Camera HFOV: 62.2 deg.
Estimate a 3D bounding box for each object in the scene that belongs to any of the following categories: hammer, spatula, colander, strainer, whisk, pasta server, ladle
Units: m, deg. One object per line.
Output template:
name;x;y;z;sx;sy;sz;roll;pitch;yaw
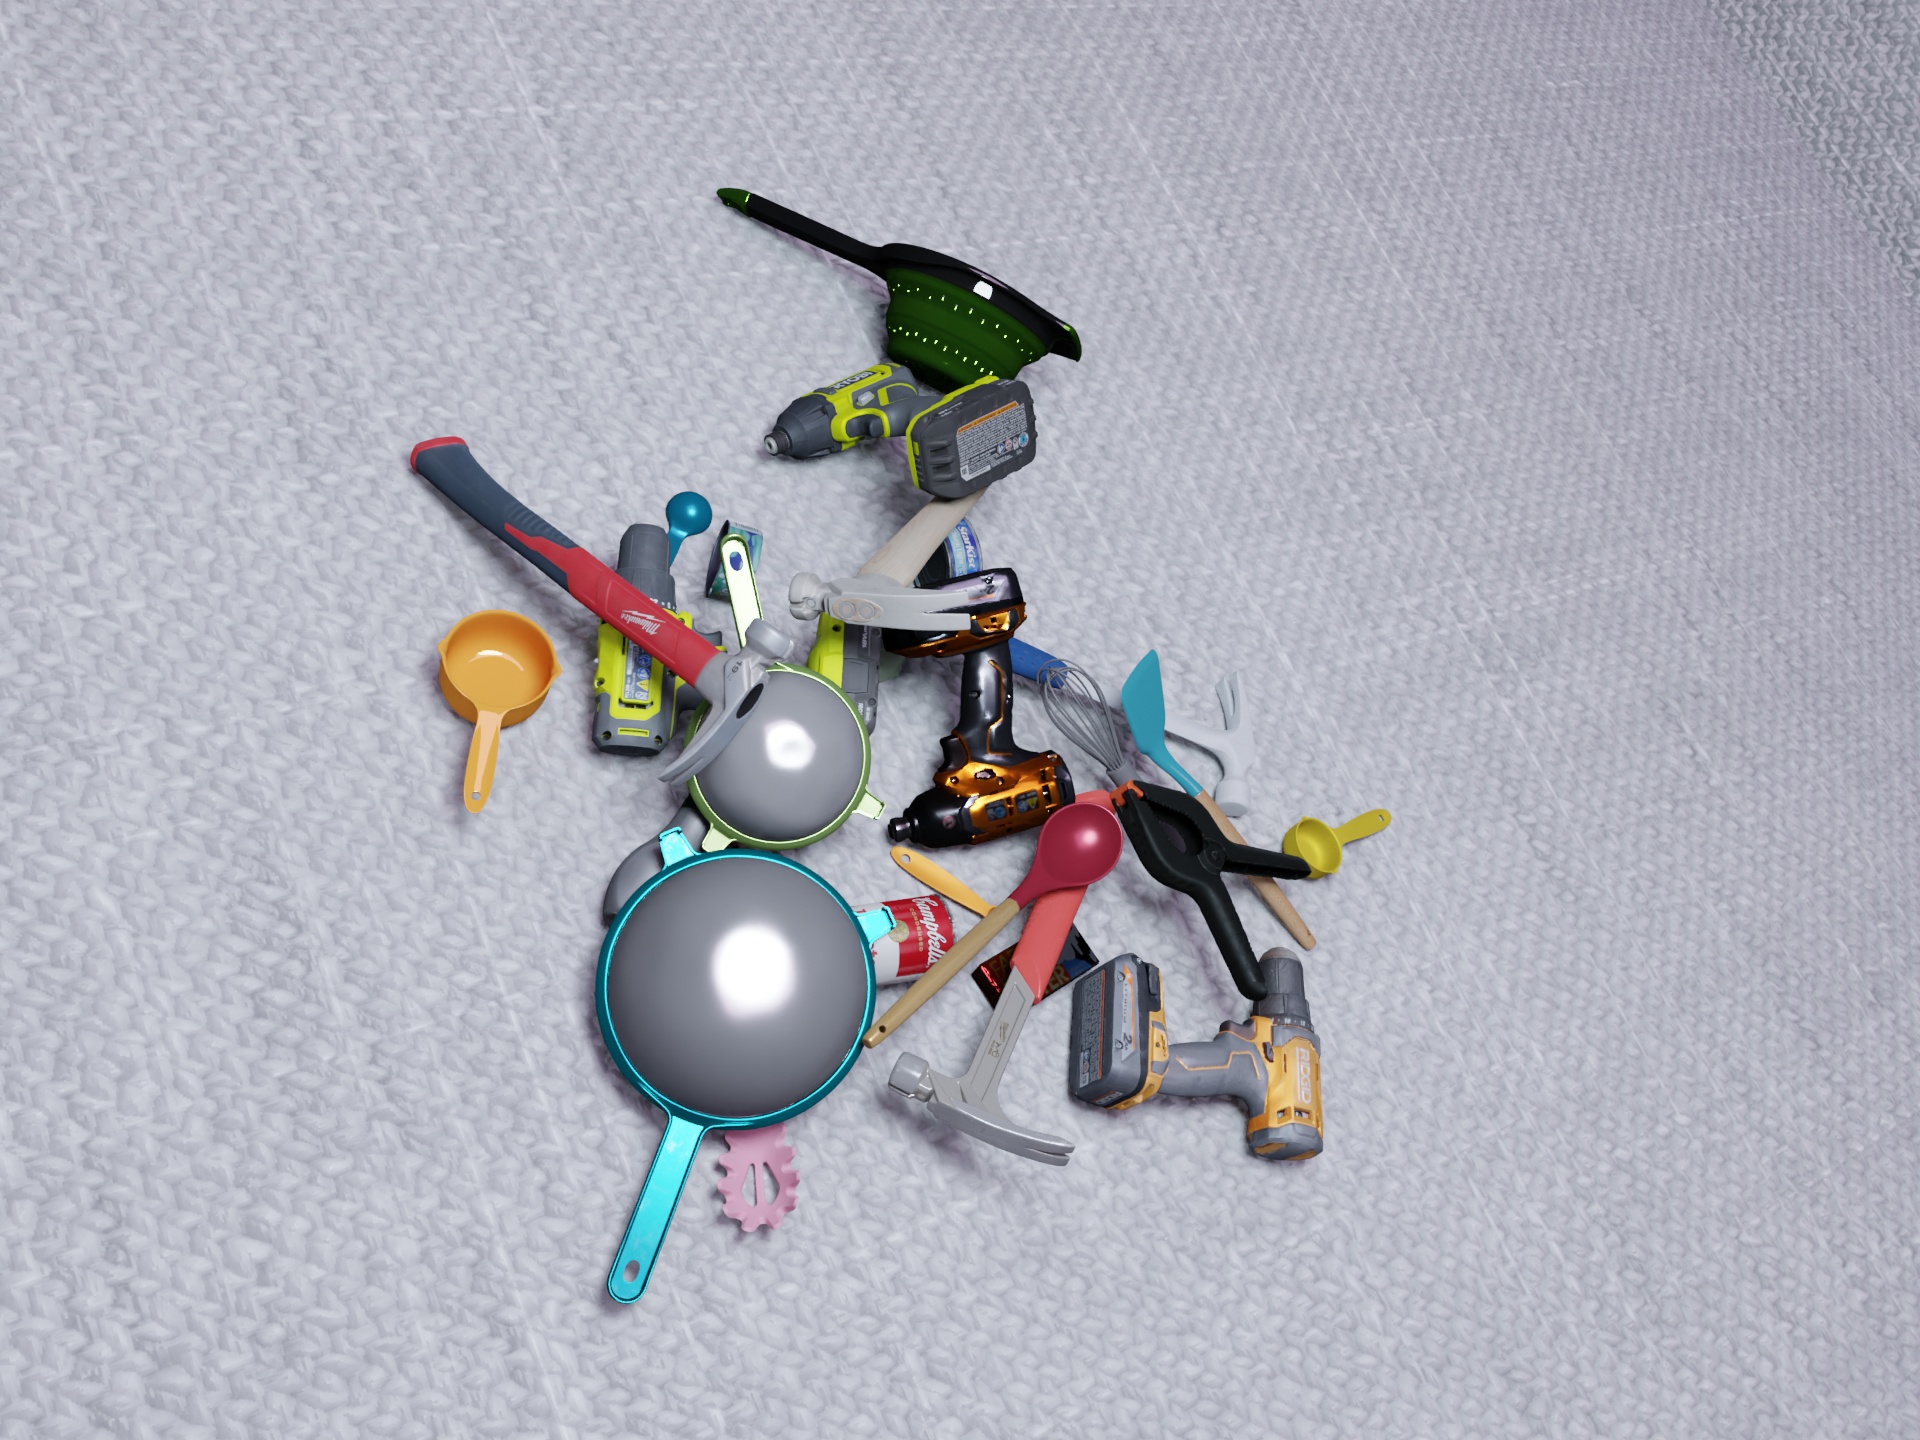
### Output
hammer;-0.313;-0.105;1.261;0.386;0.038;0.143;35;87;22
hammer;0.104;-0.041;1.468;0.405;0.035;0.144;22;57;-21
spatula;0.238;0.083;1.448;0.317;0.044;0.082;52;42;-9
colander;-0.078;-0.409;1.561;0.397;0.204;0.094;26;91;8
strainer;-0.176;0.242;1.134;0.211;0.095;0.340;22;66;-7
whisk;0.143;0.040;1.425;0.238;0.055;0.055;53;53;-19
pasta server;-0.164;0.233;1.227;0.060;0.040;0.316;-4;64;-8
ladle;0.028;0.164;1.281;0.069;0.031;0.315;46;52;8
hammer;-0.006;-0.182;1.396;0.146;0.038;0.411;6;31;17
hammer;0.074;0.192;1.317;0.149;0.036;0.359;23;46;7
strainer;-0.149;-0.025;1.243;0.151;0.069;0.256;-12;89;-15

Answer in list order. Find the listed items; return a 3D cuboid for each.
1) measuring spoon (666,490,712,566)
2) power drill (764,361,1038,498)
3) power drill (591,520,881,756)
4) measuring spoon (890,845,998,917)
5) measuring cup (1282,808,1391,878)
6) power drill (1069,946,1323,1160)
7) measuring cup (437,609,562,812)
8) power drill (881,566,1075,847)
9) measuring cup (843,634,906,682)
measuring spoon;-0.254;-0.156;1.393;0.042;0.021;0.129;29;55;-9
power drill;-0.056;-0.266;1.443;0.171;0.223;0.080;-32;126;-36
power drill;-0.186;-0.061;1.317;0.228;0.080;0.191;6;78;-16
measuring spoon;-0.011;0.143;1.362;0.117;0.011;0.021;33;57;-2
measuring cup;0.368;0.114;1.546;0.156;0.029;0.062;-15;71;-42
power drill;0.211;0.264;1.361;0.226;0.084;0.185;18;57;-20
measuring cup;-0.370;0.000;1.244;0.095;0.052;0.174;12;62;-19
power drill;-0.002;-0.004;1.356;0.164;0.084;0.226;-16;99;-17
measuring cup;-0.104;-0.046;1.396;0.083;0.038;0.168;40;53;-1
